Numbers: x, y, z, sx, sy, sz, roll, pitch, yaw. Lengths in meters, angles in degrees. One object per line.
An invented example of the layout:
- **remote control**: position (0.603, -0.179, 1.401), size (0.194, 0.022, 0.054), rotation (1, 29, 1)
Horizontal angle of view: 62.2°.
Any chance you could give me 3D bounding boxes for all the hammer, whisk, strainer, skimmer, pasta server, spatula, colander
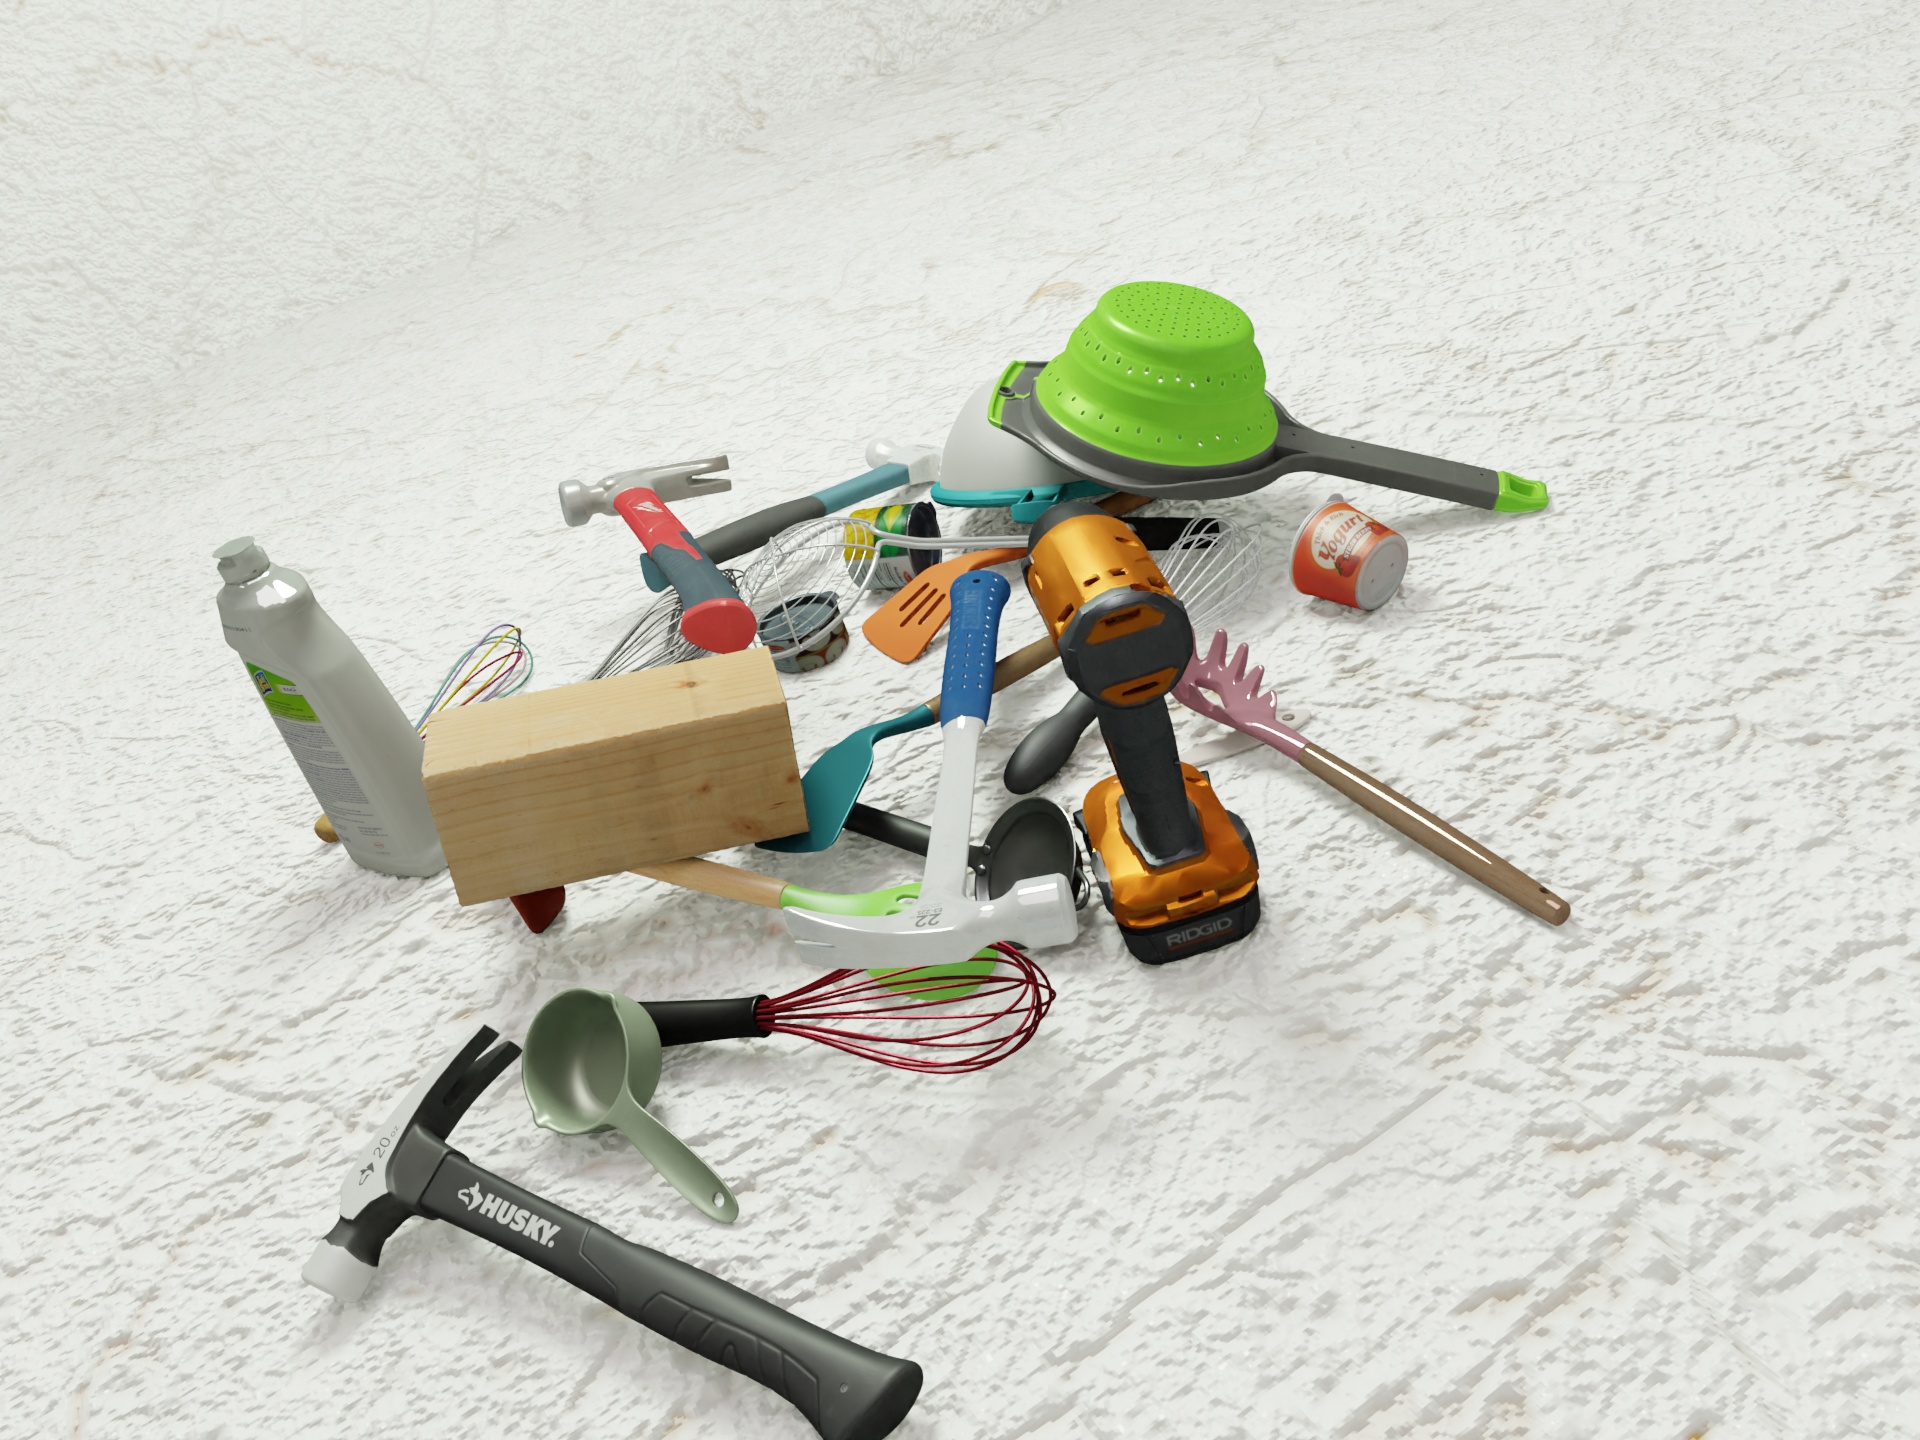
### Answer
- **hammer**: position (-0.160, 0.248, 0.737), size (0.335, 0.035, 0.146), rotation (11, 62, 33)
- **whisk**: position (-0.228, -0.042, 1.224), size (0.055, 0.055, 0.239), rotation (1, 41, 28)
- **hammer**: position (-0.133, -0.174, 1.330), size (0.128, 0.033, 0.331), rotation (17, 34, 40)
- **strainer**: position (0.065, -0.217, 1.203), size (0.211, 0.095, 0.340), rotation (-6, 15, 10)
- **hammer**: position (-0.196, -0.130, 1.169), size (0.143, 0.038, 0.387), rotation (-14, 26, -17)
- **whisk**: position (-0.274, -0.017, 1.156), size (0.246, 0.059, 0.058), rotation (-36, 73, 8)
- **skimmer**: position (0.018, -0.105, 1.165), size (0.363, 0.090, 0.127), rotation (-4, 37, -11)
- **strainer**: position (-0.001, 0.076, 0.938), size (0.259, 0.050, 0.087), rotation (14, 87, 48)
- **whisk**: position (-0.418, 0.009, 1.253), size (0.047, 0.051, 0.245), rotation (-17, 29, 44)
- **pasta server**: position (0.215, 0.024, 0.898), size (0.060, 0.040, 0.316), rotation (-14, 32, -28)
- **whisk**: position (-0.088, 0.156, 0.846), size (0.296, 0.073, 0.073), rotation (-9, 33, 24)
- **whisk**: position (0.117, -0.047, 1.053), size (0.070, 0.070, 0.285), rotation (14, 49, 41)
- **spatula**: position (-0.002, -0.003, 1.046), size (0.317, 0.044, 0.082), rotation (-29, 17, -36)
- **spatula**: position (0.071, -0.136, 1.241), size (0.322, 0.041, 0.081), rotation (-26, 34, -20)
- **colander**: position (0.222, -0.227, 1.110), size (0.397, 0.094, 0.205), rotation (13, 38, 5)
- **hammer**: position (-0.005, 0.010, 0.932), size (0.144, 0.035, 0.406), rotation (-11, 28, 10)

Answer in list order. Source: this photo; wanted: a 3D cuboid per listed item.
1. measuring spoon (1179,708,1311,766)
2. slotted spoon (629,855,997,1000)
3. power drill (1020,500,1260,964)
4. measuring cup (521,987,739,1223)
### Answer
- **measuring spoon**: position (0.157, 0.011, 0.976), size (0.124, 0.018, 0.034), rotation (-20, 32, -5)
- **slotted spoon**: position (-0.124, 0.099, 0.927), size (0.314, 0.031, 0.070), rotation (11, 55, 26)
- **power drill**: position (0.088, -0.004, 0.837), size (0.084, 0.226, 0.164), rotation (-18, 32, 0)
- **measuring cup**: position (-0.162, 0.203, 0.825), size (0.168, 0.038, 0.083), rotation (34, 97, 30)
